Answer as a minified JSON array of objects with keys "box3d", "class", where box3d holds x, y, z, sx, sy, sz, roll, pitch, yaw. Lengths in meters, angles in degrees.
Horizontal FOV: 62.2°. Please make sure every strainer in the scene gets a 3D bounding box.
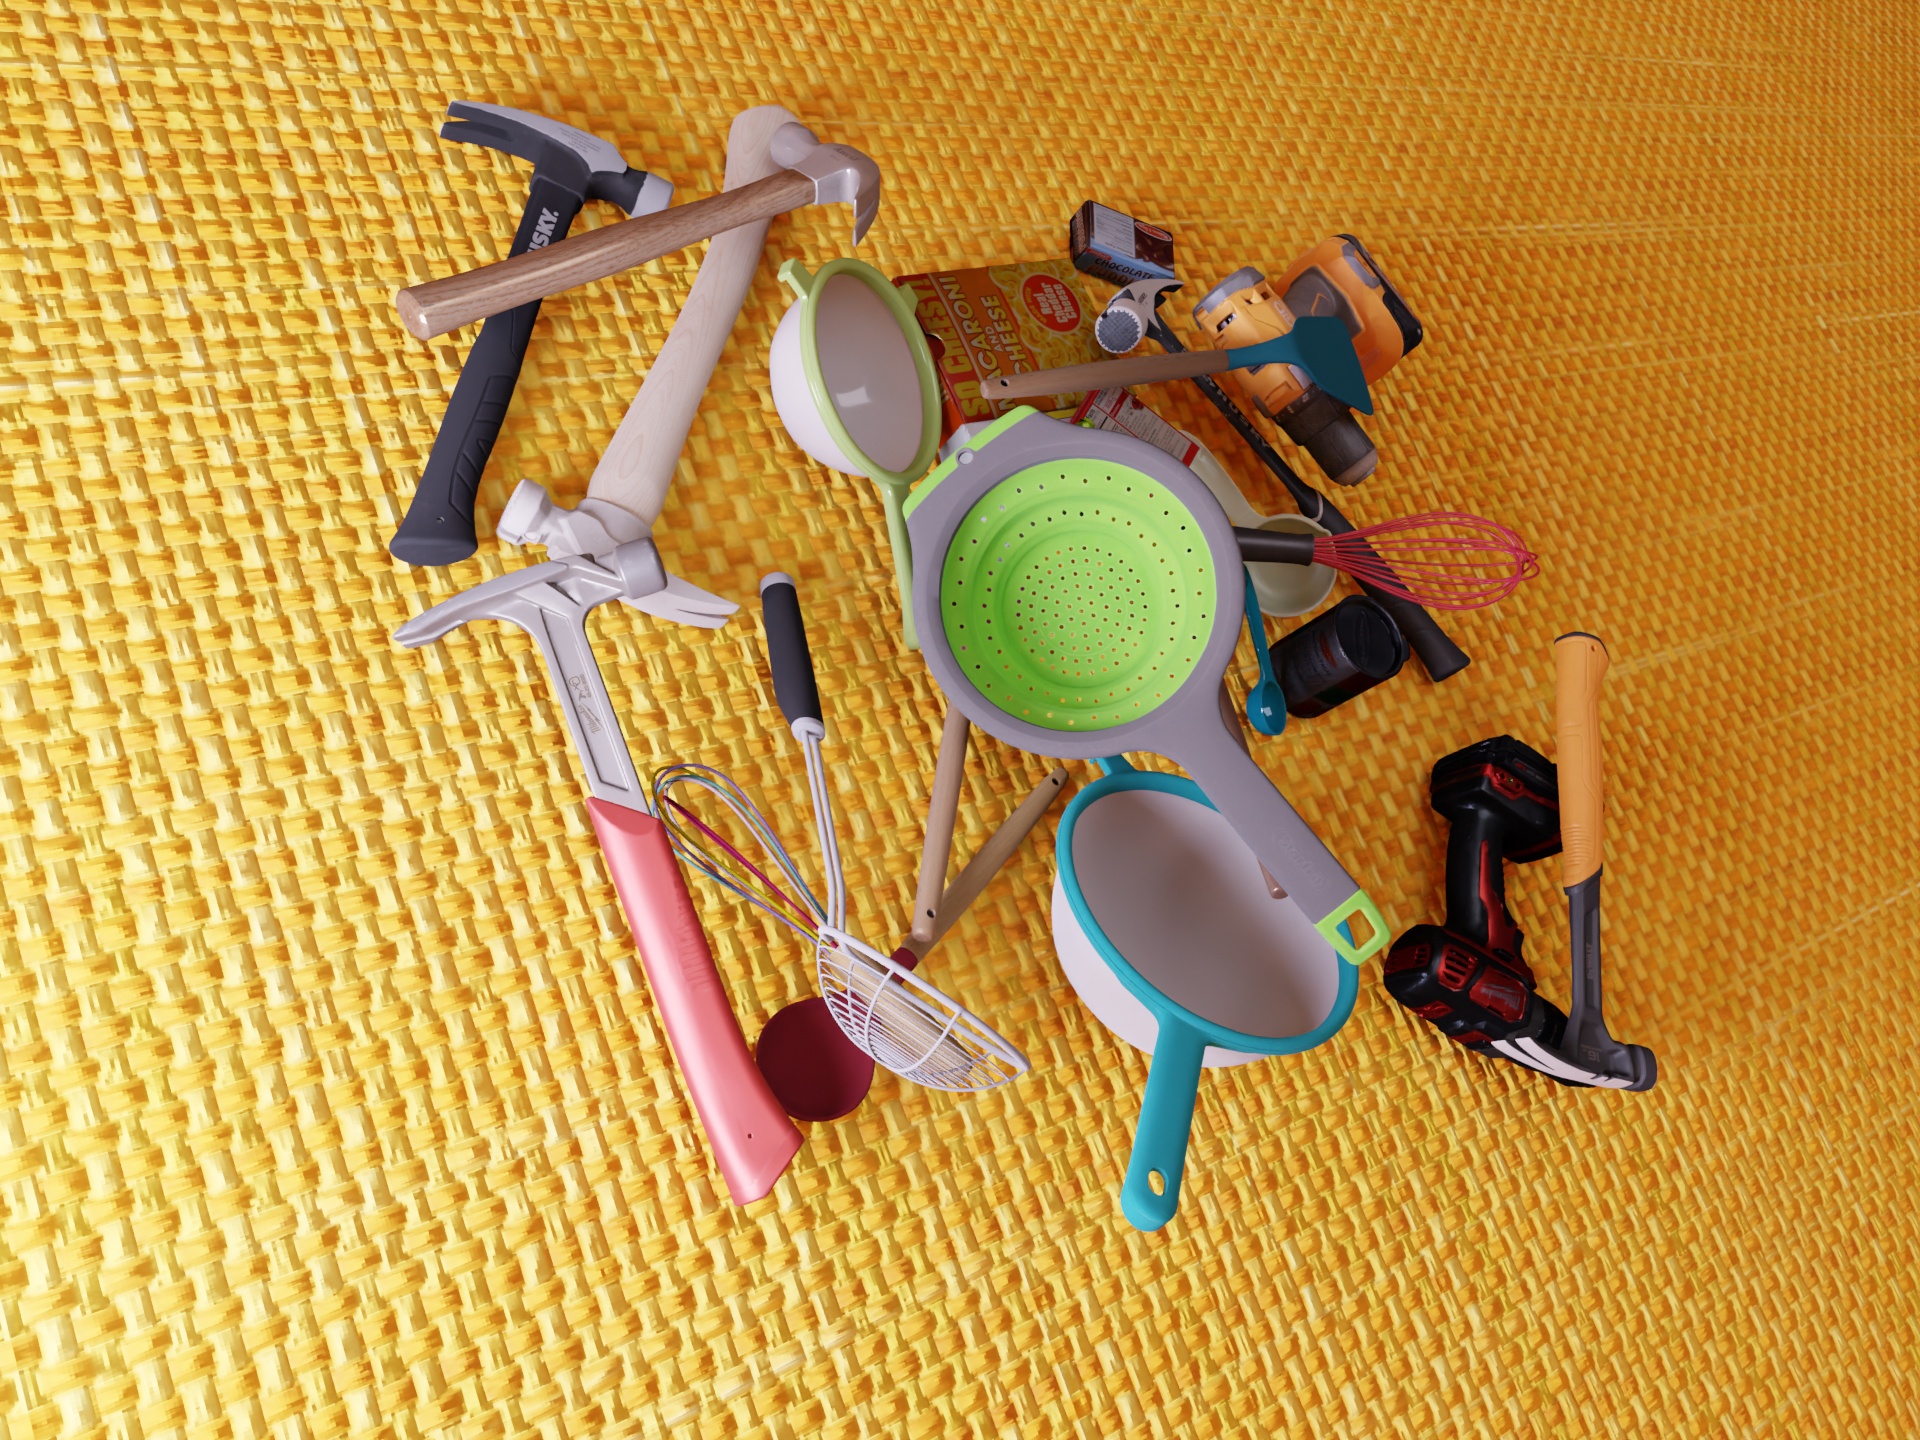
[{"box3d":[-0.069,-0.170,1.049,0.151,0.069,0.256,-14,94,-60],"class":"strainer"},{"box3d":[0.119,0.175,0.944,0.211,0.095,0.341,29,39,-5],"class":"strainer"}]

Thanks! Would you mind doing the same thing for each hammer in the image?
[{"box3d":[0.443,0.090,1.149,0.127,0.034,0.337,17,67,-23],"class":"hammer"},{"box3d":[0.262,-0.184,1.245,0.408,0.036,0.149,47,33,-10],"class":"hammer"},{"box3d":[-0.187,-0.299,0.982,0.331,0.031,0.130,-30,51,-30],"class":"hammer"},{"box3d":[-0.177,0.086,0.852,0.149,0.036,0.359,-21,82,-6],"class":"hammer"},{"box3d":[-0.282,-0.237,0.964,0.146,0.035,0.335,22,60,-22],"class":"hammer"},{"box3d":[-0.161,-0.250,1.040,0.146,0.038,0.411,26,58,-20],"class":"hammer"}]

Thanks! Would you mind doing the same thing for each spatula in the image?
[{"box3d":[0.160,-0.245,1.124,0.317,0.044,0.082,-10,77,-19],"class":"spatula"}]

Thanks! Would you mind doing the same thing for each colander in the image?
[{"box3d":[0.127,-0.013,1.004,0.204,0.094,0.397,-39,83,2],"class":"colander"}]

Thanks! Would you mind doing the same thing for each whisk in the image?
[{"box3d":[0.269,-0.120,1.138,0.296,0.073,0.073,4,65,-3],"class":"whisk"},{"box3d":[-0.087,0.115,0.895,0.245,0.047,0.051,44,90,4],"class":"whisk"}]

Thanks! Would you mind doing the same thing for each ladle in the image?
[{"box3d":[-0.018,0.124,0.963,0.069,0.031,0.315,43,52,2],"class":"ladle"}]

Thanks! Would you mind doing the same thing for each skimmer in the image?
[{"box3d":[-0.049,0.042,0.889,0.127,0.090,0.364,50,19,-51],"class":"skimmer"}]

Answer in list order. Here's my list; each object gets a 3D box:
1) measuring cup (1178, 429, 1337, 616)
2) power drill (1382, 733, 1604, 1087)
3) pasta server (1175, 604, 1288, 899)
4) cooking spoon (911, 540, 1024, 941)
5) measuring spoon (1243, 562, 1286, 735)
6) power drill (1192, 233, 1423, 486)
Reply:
[{"box3d":[0.217,-0.153,1.196,0.167,0.083,0.038,51,21,0],"class":"measuring cup"},{"box3d":[0.413,0.146,1.177,0.187,0.080,0.227,30,60,-16],"class":"power drill"},{"box3d":[0.180,-0.015,1.083,0.060,0.040,0.317,5,47,-16],"class":"pasta server"},{"box3d":[-0.002,-0.003,1.021,0.068,0.017,0.319,25,53,-23],"class":"cooking spoon"},{"box3d":[0.211,-0.051,1.161,0.042,0.021,0.128,-14,92,-55],"class":"measuring spoon"},{"box3d":[0.294,-0.290,1.272,0.185,0.084,0.226,53,41,0],"class":"power drill"}]
